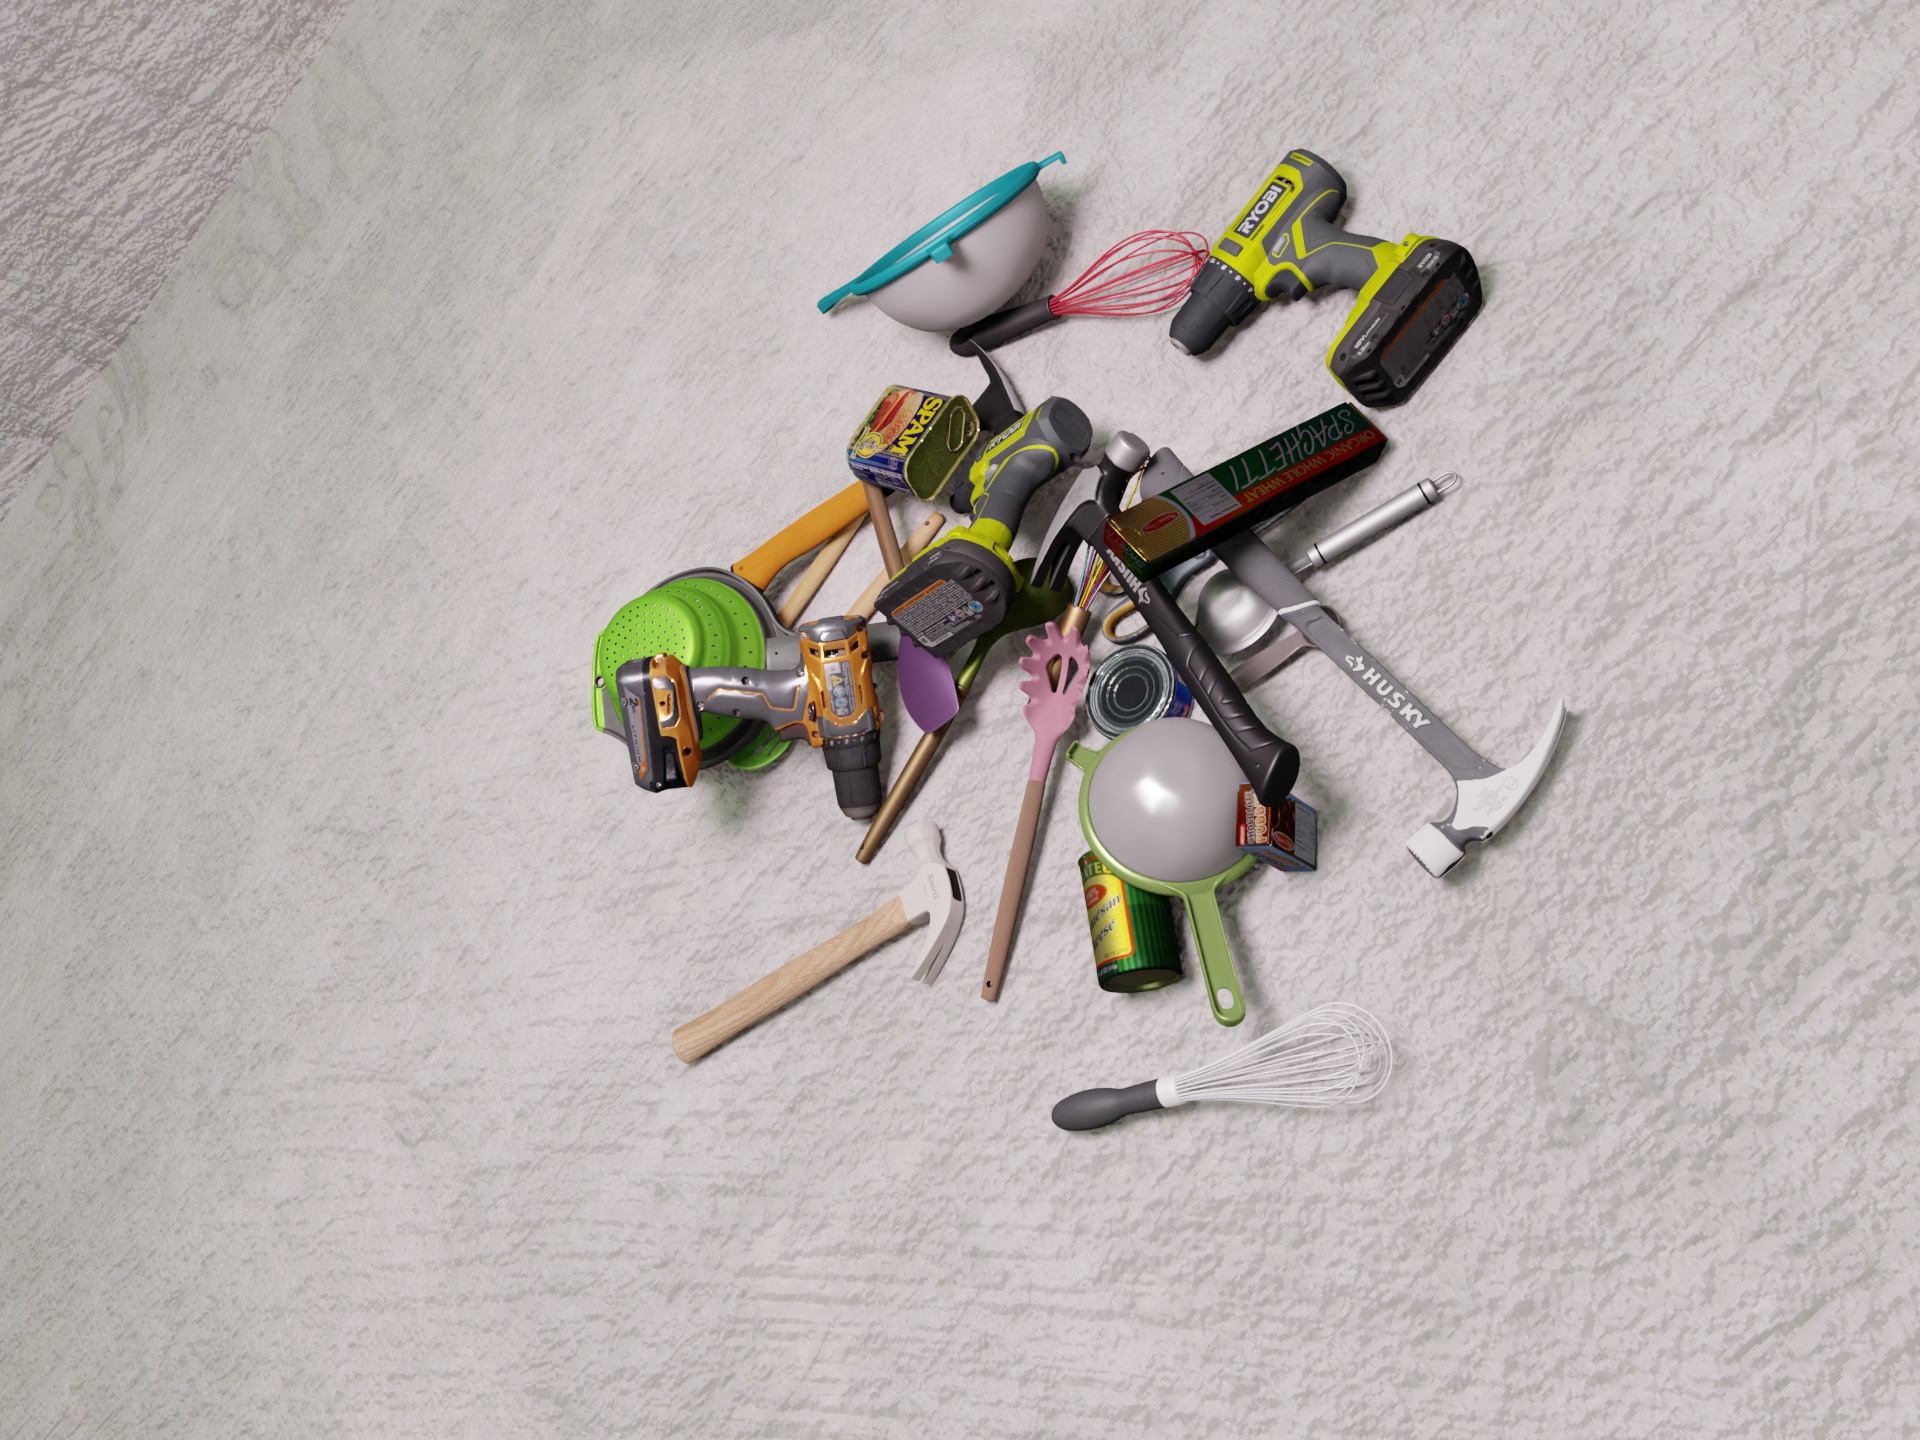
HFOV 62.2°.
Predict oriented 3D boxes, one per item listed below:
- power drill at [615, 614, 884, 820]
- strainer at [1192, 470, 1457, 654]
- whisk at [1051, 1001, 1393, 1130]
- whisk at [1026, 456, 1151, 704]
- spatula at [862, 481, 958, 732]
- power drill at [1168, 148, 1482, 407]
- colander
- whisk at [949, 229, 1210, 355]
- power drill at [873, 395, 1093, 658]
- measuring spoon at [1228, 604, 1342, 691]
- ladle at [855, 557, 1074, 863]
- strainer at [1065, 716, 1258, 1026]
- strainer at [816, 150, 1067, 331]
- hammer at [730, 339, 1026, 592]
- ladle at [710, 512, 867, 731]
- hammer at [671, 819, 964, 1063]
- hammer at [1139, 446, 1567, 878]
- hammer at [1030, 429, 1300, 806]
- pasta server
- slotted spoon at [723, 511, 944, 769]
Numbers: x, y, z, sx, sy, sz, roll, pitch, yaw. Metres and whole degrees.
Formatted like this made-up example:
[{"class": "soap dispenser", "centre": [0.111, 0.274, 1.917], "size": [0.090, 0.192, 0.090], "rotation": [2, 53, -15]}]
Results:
[{"class": "power drill", "centre": [-0.181, 0.011, 1.431], "size": [0.226, 0.084, 0.185], "rotation": [-9, 99, -2]}, {"class": "strainer", "centre": [0.273, -0.128, 1.257], "size": [0.258, 0.050, 0.087], "rotation": [-31, 42, 19]}, {"class": "whisk", "centre": [0.182, 0.263, 1.163], "size": [0.284, 0.070, 0.070], "rotation": [-22, 61, 33]}, {"class": "whisk", "centre": [0.112, -0.115, 1.351], "size": [0.047, 0.051, 0.245], "rotation": [-124, 55, -69]}, {"class": "spatula", "centre": [-0.058, -0.128, 1.458], "size": [0.060, 0.018, 0.316], "rotation": [-35, 57, 32]}, {"class": "power drill", "centre": [0.290, -0.351, 1.307], "size": [0.190, 0.080, 0.229], "rotation": [-51, 48, 8]}, {"class": "colander", "centre": [-0.201, -0.067, 1.496], "size": [0.397, 0.094, 0.205], "rotation": [-7, 77, 21]}, {"class": "whisk", "centre": [0.102, -0.389, 1.474], "size": [0.296, 0.073, 0.073], "rotation": [-10, 67, 40]}, {"class": "power drill", "centre": [0.017, -0.167, 1.385], "size": [0.171, 0.080, 0.223], "rotation": [-28, 28, 49]}, {"class": "measuring spoon", "centre": [0.251, -0.049, 1.260], "size": [0.124, 0.018, 0.034], "rotation": [-35, 55, 29]}, {"class": "ladle", "centre": [-0.002, -0.005, 1.416], "size": [0.320, 0.062, 0.078], "rotation": [-60, 38, 11]}, {"class": "strainer", "centre": [0.172, 0.096, 1.176], "size": [0.151, 0.069, 0.257], "rotation": [-9, 58, -1]}, {"class": "strainer", "centre": [-0.030, -0.427, 1.562], "size": [0.211, 0.095, 0.340], "rotation": [-46, 21, -29]}, {"class": "hammer", "centre": [-0.089, -0.230, 1.545], "size": [0.337, 0.034, 0.127], "rotation": [-32, 59, 17]}, {"class": "ladle", "centre": [-0.169, -0.106, 1.582], "size": [0.069, 0.031, 0.315], "rotation": [38, 95, 40]}, {"class": "hammer", "centre": [-0.132, 0.224, 1.421], "size": [0.331, 0.031, 0.130], "rotation": [-34, 55, 22]}, {"class": "hammer", "centre": [0.272, -0.075, 1.198], "size": [0.149, 0.036, 0.409], "rotation": [-43, 60, 6]}, {"class": "hammer", "centre": [0.159, -0.065, 1.215], "size": [0.146, 0.035, 0.335], "rotation": [-53, 47, 30]}, {"class": "pasta server", "centre": [0.055, 0.076, 1.320], "size": [0.060, 0.040, 0.316], "rotation": [11, 86, 21]}, {"class": "slotted spoon", "centre": [-0.118, -0.076, 1.531], "size": [0.314, 0.031, 0.070], "rotation": [-50, 57, 7]}]
